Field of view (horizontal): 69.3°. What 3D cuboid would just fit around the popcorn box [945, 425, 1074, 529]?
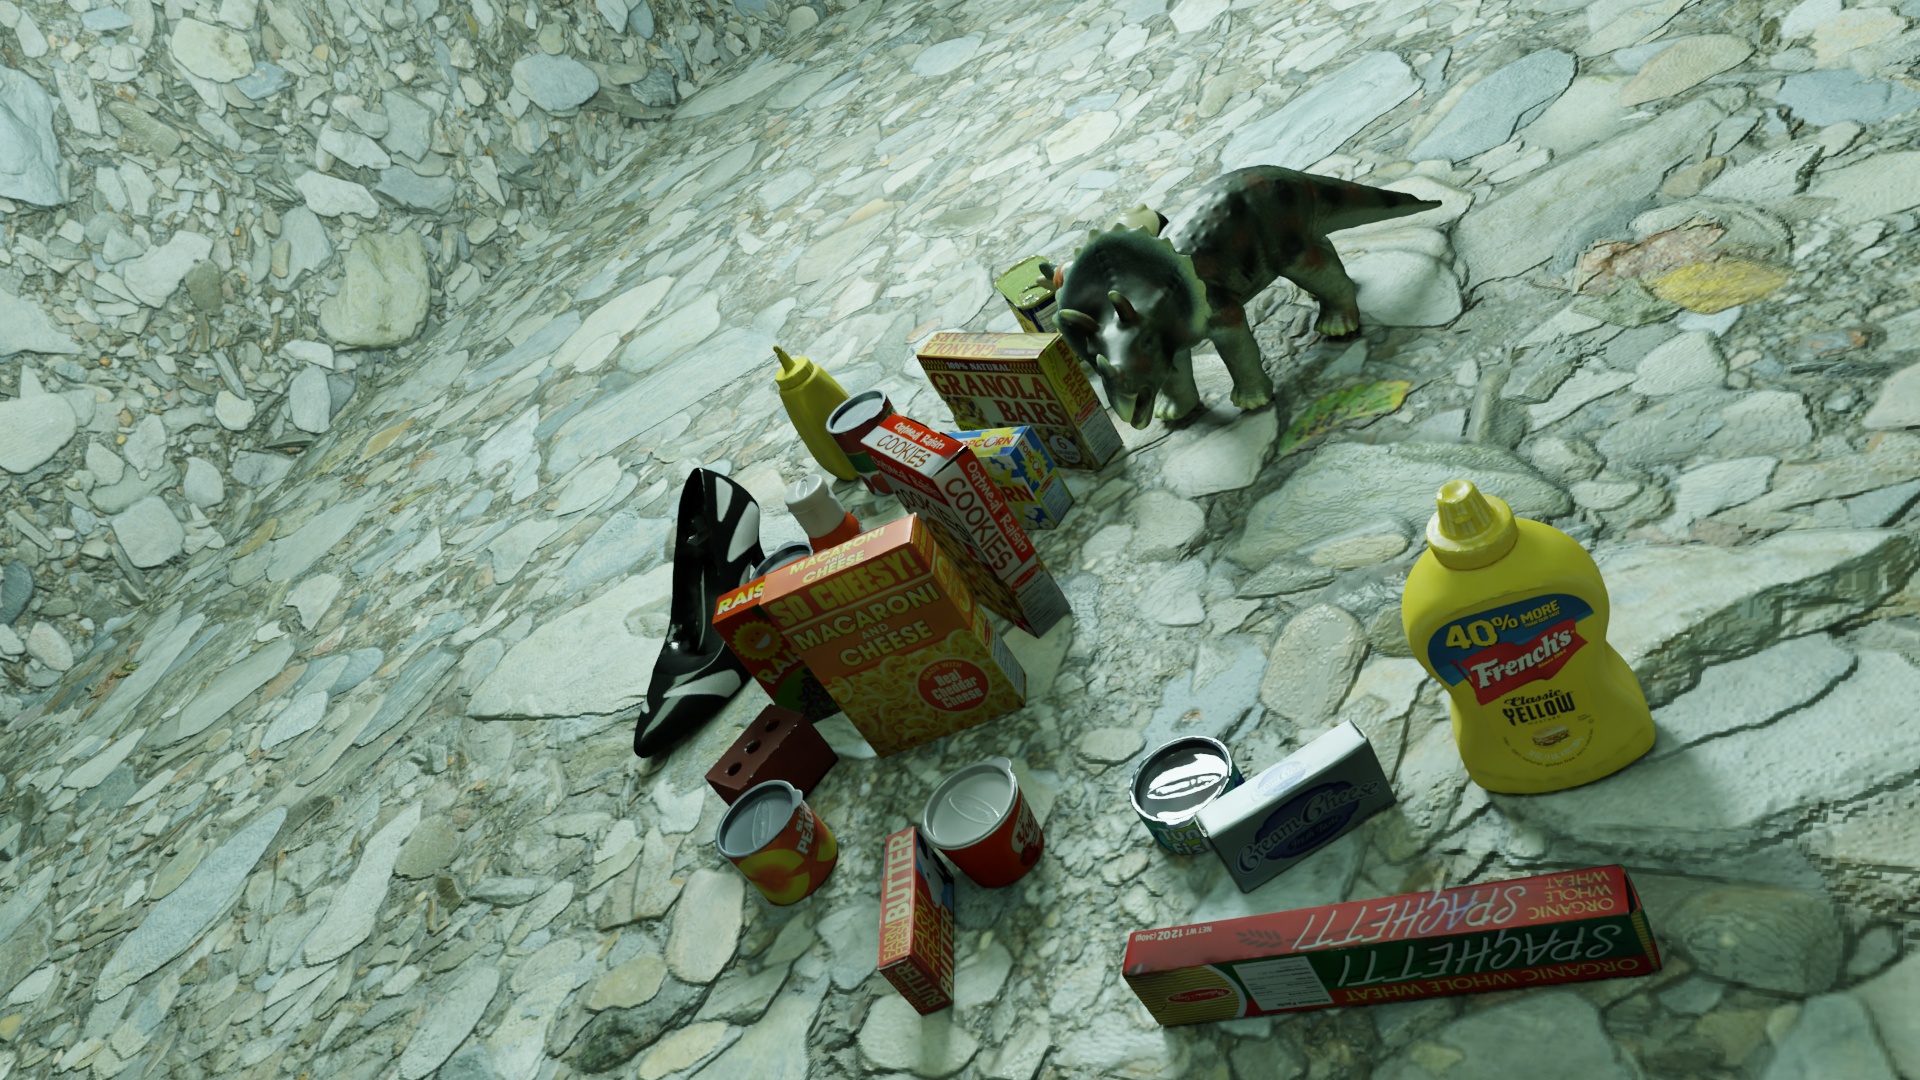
[{"bbox_3d":[0.022,-0.051,1.182,0.126,0.085,0.038,-1,43,43],"label":"popcorn box"}]

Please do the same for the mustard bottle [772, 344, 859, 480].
[{"bbox_3d":[-0.141,-0.134,1.381,0.049,0.159,0.065,11,51,50],"label":"mustard bottle"}]

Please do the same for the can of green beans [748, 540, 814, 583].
[{"bbox_3d":[-0.143,0.044,1.227,0.071,0.057,0.071,-24,31,16],"label":"can of green beans"}]

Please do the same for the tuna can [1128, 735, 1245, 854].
[{"bbox_3d":[0.137,0.154,0.829,0.071,0.032,0.071,-24,31,16],"label":"tuna can"}]

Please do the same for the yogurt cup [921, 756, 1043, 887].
[{"bbox_3d":[0.017,0.182,0.880,0.072,0.053,0.073,-24,31,16],"label":"yogurt cup"}]

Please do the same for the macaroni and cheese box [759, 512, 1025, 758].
[{"bbox_3d":[-0.046,0.071,0.989,0.123,0.166,0.040,-23,32,18],"label":"macaroni and cheese box"}]

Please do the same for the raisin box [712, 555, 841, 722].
[{"bbox_3d":[-0.125,0.081,1.091,0.086,0.123,0.040,-24,31,15],"label":"raisin box"}]

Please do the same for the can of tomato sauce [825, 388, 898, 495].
[{"bbox_3d":[-0.079,-0.095,1.342,0.071,0.083,0.071,-24,31,16],"label":"can of tomato sauce"}]

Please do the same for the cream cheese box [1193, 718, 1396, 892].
[{"bbox_3d":[0.186,0.148,0.771,0.104,0.053,0.024,-32,30,2],"label":"cream cheese box"}]

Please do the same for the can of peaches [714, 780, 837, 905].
[{"bbox_3d":[-0.126,0.210,0.969,0.071,0.058,0.071,-24,31,16],"label":"can of peaches"}]

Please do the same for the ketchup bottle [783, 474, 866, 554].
[{"bbox_3d":[-0.090,0.013,1.132,0.043,0.148,0.065,-28,30,10],"label":"ketchup bottle"}]

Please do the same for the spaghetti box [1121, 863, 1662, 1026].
[{"bbox_3d":[0.204,0.202,0.680,0.249,0.050,0.029,-17,34,26],"label":"spaghetti box"}]

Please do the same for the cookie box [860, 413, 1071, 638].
[{"bbox_3d":[0.004,-0.013,1.063,0.040,0.167,0.123,-41,31,-13],"label":"cookie box"}]

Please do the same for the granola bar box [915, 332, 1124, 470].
[{"bbox_3d":[0.049,-0.124,1.223,0.165,0.124,0.039,10,51,50],"label":"granola bar box"}]

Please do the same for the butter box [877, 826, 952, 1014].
[{"bbox_3d":[-0.026,0.231,0.851,0.024,0.053,0.104,-24,31,16],"label":"butter box"}]
